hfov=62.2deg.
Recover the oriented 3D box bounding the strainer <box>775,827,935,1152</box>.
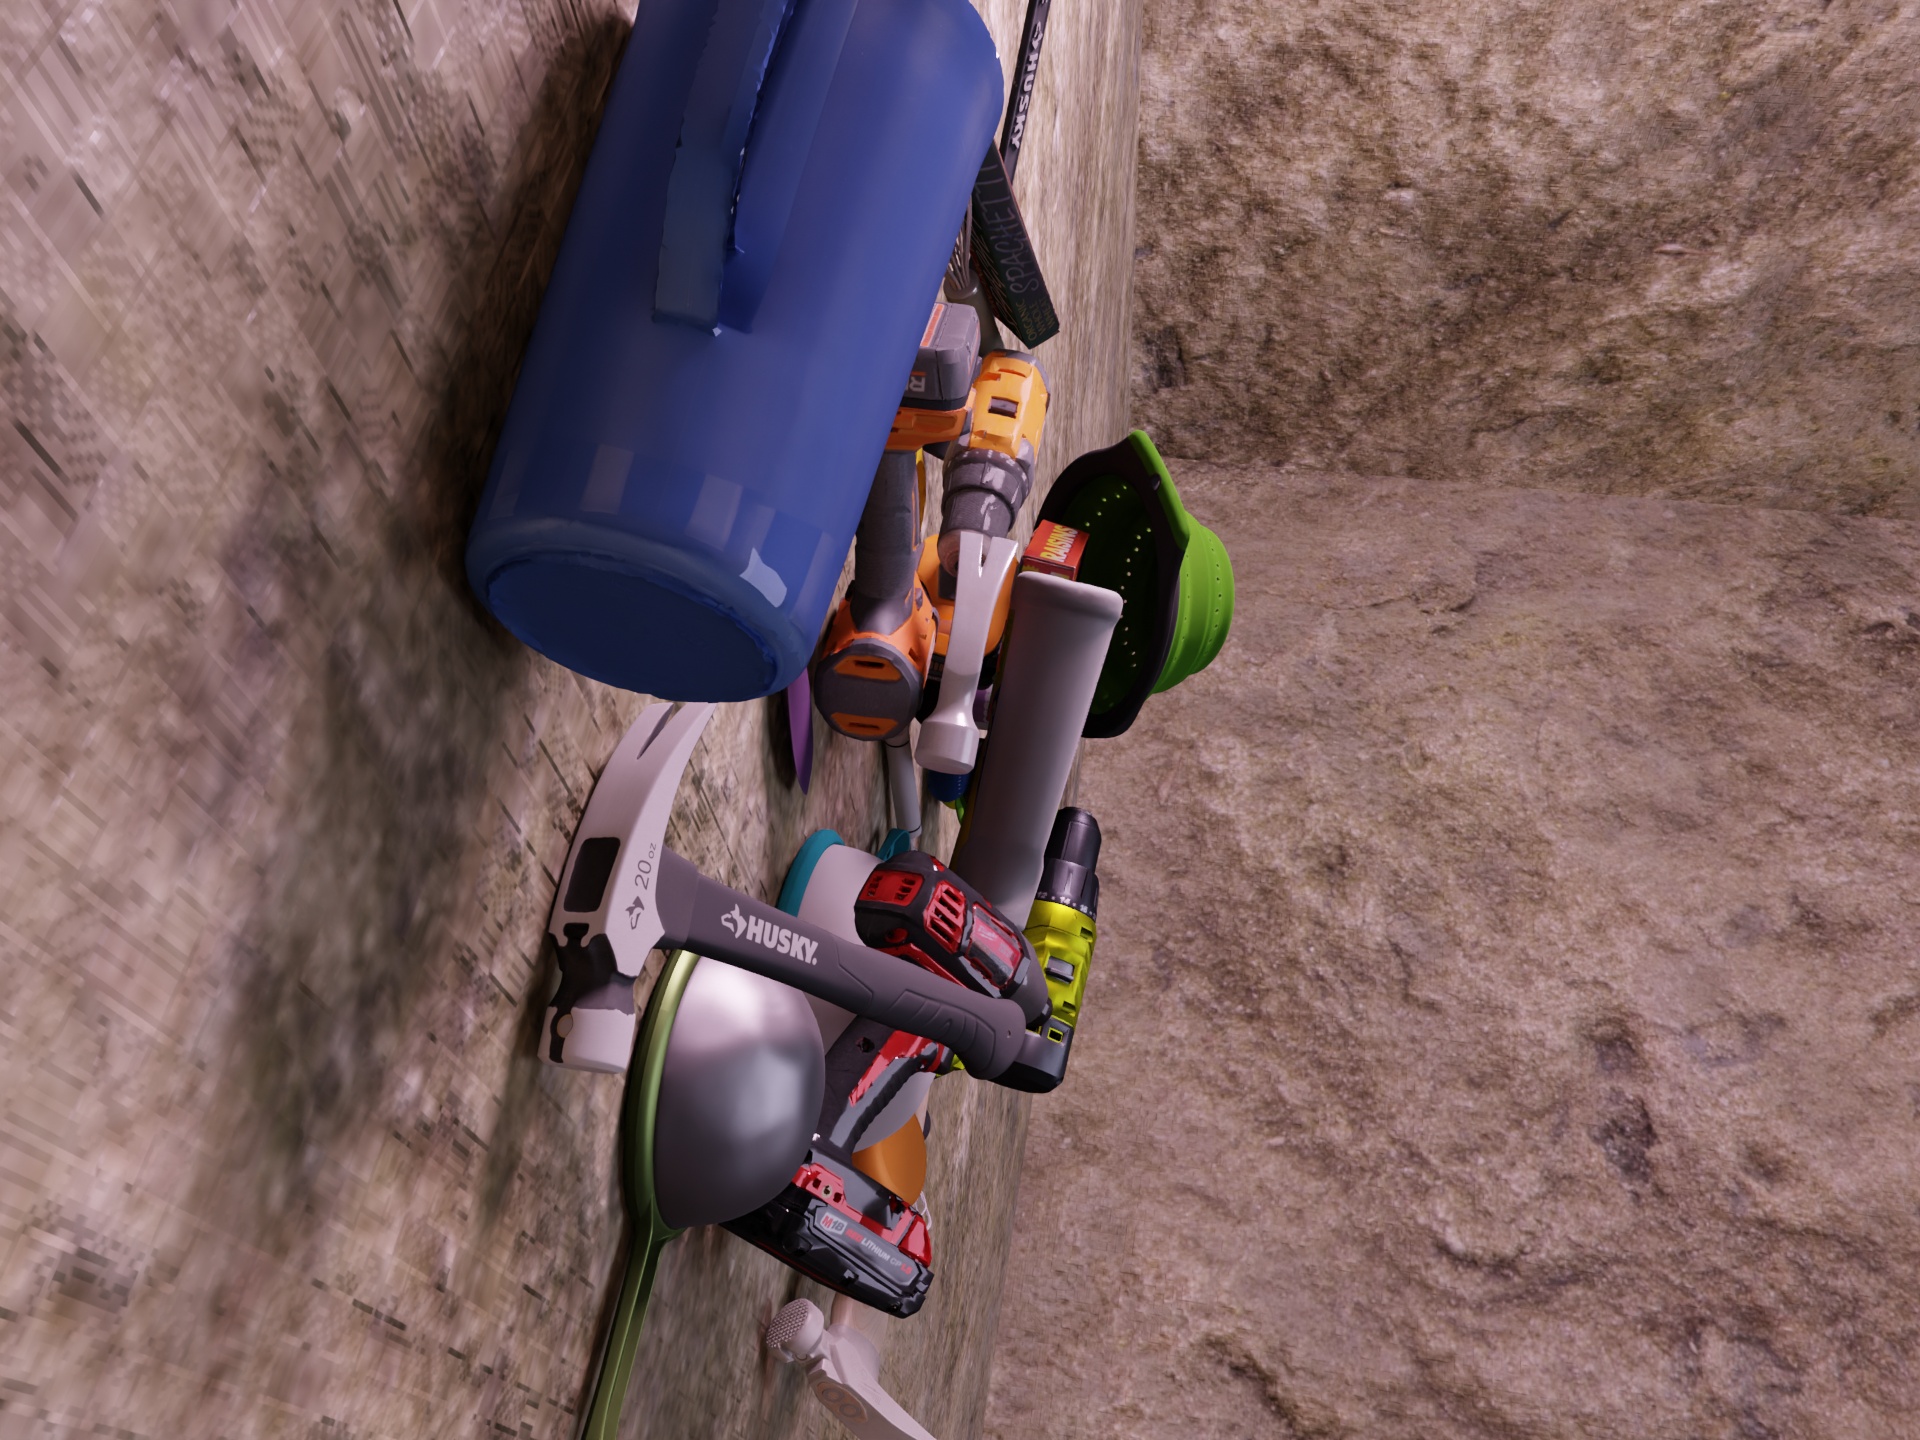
[{"bbox_3d":[-0.044,0.154,1.033,0.340,0.095,0.211,-61,156,-66],"label":"strainer"}]

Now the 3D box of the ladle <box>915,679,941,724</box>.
[{"bbox_3d":[-0.008,-0.084,1.338,0.316,0.031,0.069,-73,175,-61],"label":"ladle"}]

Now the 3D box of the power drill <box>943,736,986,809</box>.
[{"bbox_3d":[0.018,0.138,1.388,0.171,0.080,0.223,126,-30,-71],"label":"power drill"}]

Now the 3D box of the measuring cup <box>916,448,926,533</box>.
[{"bbox_3d":[-0.041,-0.192,1.038,0.062,0.029,0.156,-61,153,-70],"label":"measuring cup"}]

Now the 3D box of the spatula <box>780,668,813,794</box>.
[{"bbox_3d":[-0.092,-0.067,0.799,0.315,0.018,0.060,87,4,-51],"label":"spatula"}]

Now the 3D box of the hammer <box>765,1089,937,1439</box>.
[{"bbox_3d":[-0.044,0.337,1.175,0.146,0.038,0.411,50,23,-19],"label":"hammer"}]

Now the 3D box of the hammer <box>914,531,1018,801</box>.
[{"bbox_3d":[-0.002,-0.003,1.078,0.405,0.035,0.144,98,3,-78],"label":"hammer"}]

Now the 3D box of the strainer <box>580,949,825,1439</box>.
[{"bbox_3d":[-0.109,0.215,0.719,0.151,0.069,0.257,85,12,-53],"label":"strainer"}]

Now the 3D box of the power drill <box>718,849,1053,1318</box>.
[{"bbox_3d":[-0.030,0.196,0.864,0.143,0.078,0.220,43,63,-33],"label":"power drill"}]

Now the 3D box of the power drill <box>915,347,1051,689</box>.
[{"bbox_3d":[0.007,-0.116,1.101,0.226,0.084,0.185,104,-1,-51],"label":"power drill"}]

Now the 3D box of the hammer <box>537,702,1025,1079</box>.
[{"bbox_3d":[-0.055,0.106,0.714,0.334,0.035,0.146,35,57,-54],"label":"hammer"}]

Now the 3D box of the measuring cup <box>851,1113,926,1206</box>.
[{"bbox_3d":[-0.059,0.253,1.082,0.095,0.052,0.174,45,38,-48],"label":"measuring cup"}]

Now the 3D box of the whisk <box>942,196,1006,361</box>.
[{"bbox_3d":[-0.002,-0.288,1.028,0.246,0.058,0.059,56,32,-65],"label":"whisk"}]

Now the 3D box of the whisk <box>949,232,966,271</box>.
[{"bbox_3d":[-0.003,-0.365,1.109,0.238,0.055,0.055,45,52,-74],"label":"whisk"}]

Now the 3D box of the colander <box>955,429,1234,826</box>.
[{"bbox_3d":[0.101,-0.038,1.199,0.396,0.094,0.205,120,-38,-45],"label":"colander"}]

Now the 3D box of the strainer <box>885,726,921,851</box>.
[{"bbox_3d":[-0.037,0.089,1.232,0.087,0.050,0.258,-88,174,-48],"label":"strainer"}]

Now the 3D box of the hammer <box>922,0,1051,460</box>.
[{"bbox_3d":[0.028,-0.357,1.085,0.149,0.036,0.408,-40,152,-47],"label":"hammer"}]

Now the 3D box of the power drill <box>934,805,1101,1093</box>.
[{"bbox_3d":[0.021,0.168,1.129,0.228,0.080,0.191,-29,-139,59],"label":"power drill"}]

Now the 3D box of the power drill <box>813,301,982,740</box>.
[{"bbox_3d":[-0.039,-0.123,0.917,0.164,0.084,0.226,-80,177,-62],"label":"power drill"}]

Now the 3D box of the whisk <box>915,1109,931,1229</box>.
[{"bbox_3d":[-0.050,0.374,1.315,0.284,0.070,0.070,-51,146,-83],"label":"whisk"}]
